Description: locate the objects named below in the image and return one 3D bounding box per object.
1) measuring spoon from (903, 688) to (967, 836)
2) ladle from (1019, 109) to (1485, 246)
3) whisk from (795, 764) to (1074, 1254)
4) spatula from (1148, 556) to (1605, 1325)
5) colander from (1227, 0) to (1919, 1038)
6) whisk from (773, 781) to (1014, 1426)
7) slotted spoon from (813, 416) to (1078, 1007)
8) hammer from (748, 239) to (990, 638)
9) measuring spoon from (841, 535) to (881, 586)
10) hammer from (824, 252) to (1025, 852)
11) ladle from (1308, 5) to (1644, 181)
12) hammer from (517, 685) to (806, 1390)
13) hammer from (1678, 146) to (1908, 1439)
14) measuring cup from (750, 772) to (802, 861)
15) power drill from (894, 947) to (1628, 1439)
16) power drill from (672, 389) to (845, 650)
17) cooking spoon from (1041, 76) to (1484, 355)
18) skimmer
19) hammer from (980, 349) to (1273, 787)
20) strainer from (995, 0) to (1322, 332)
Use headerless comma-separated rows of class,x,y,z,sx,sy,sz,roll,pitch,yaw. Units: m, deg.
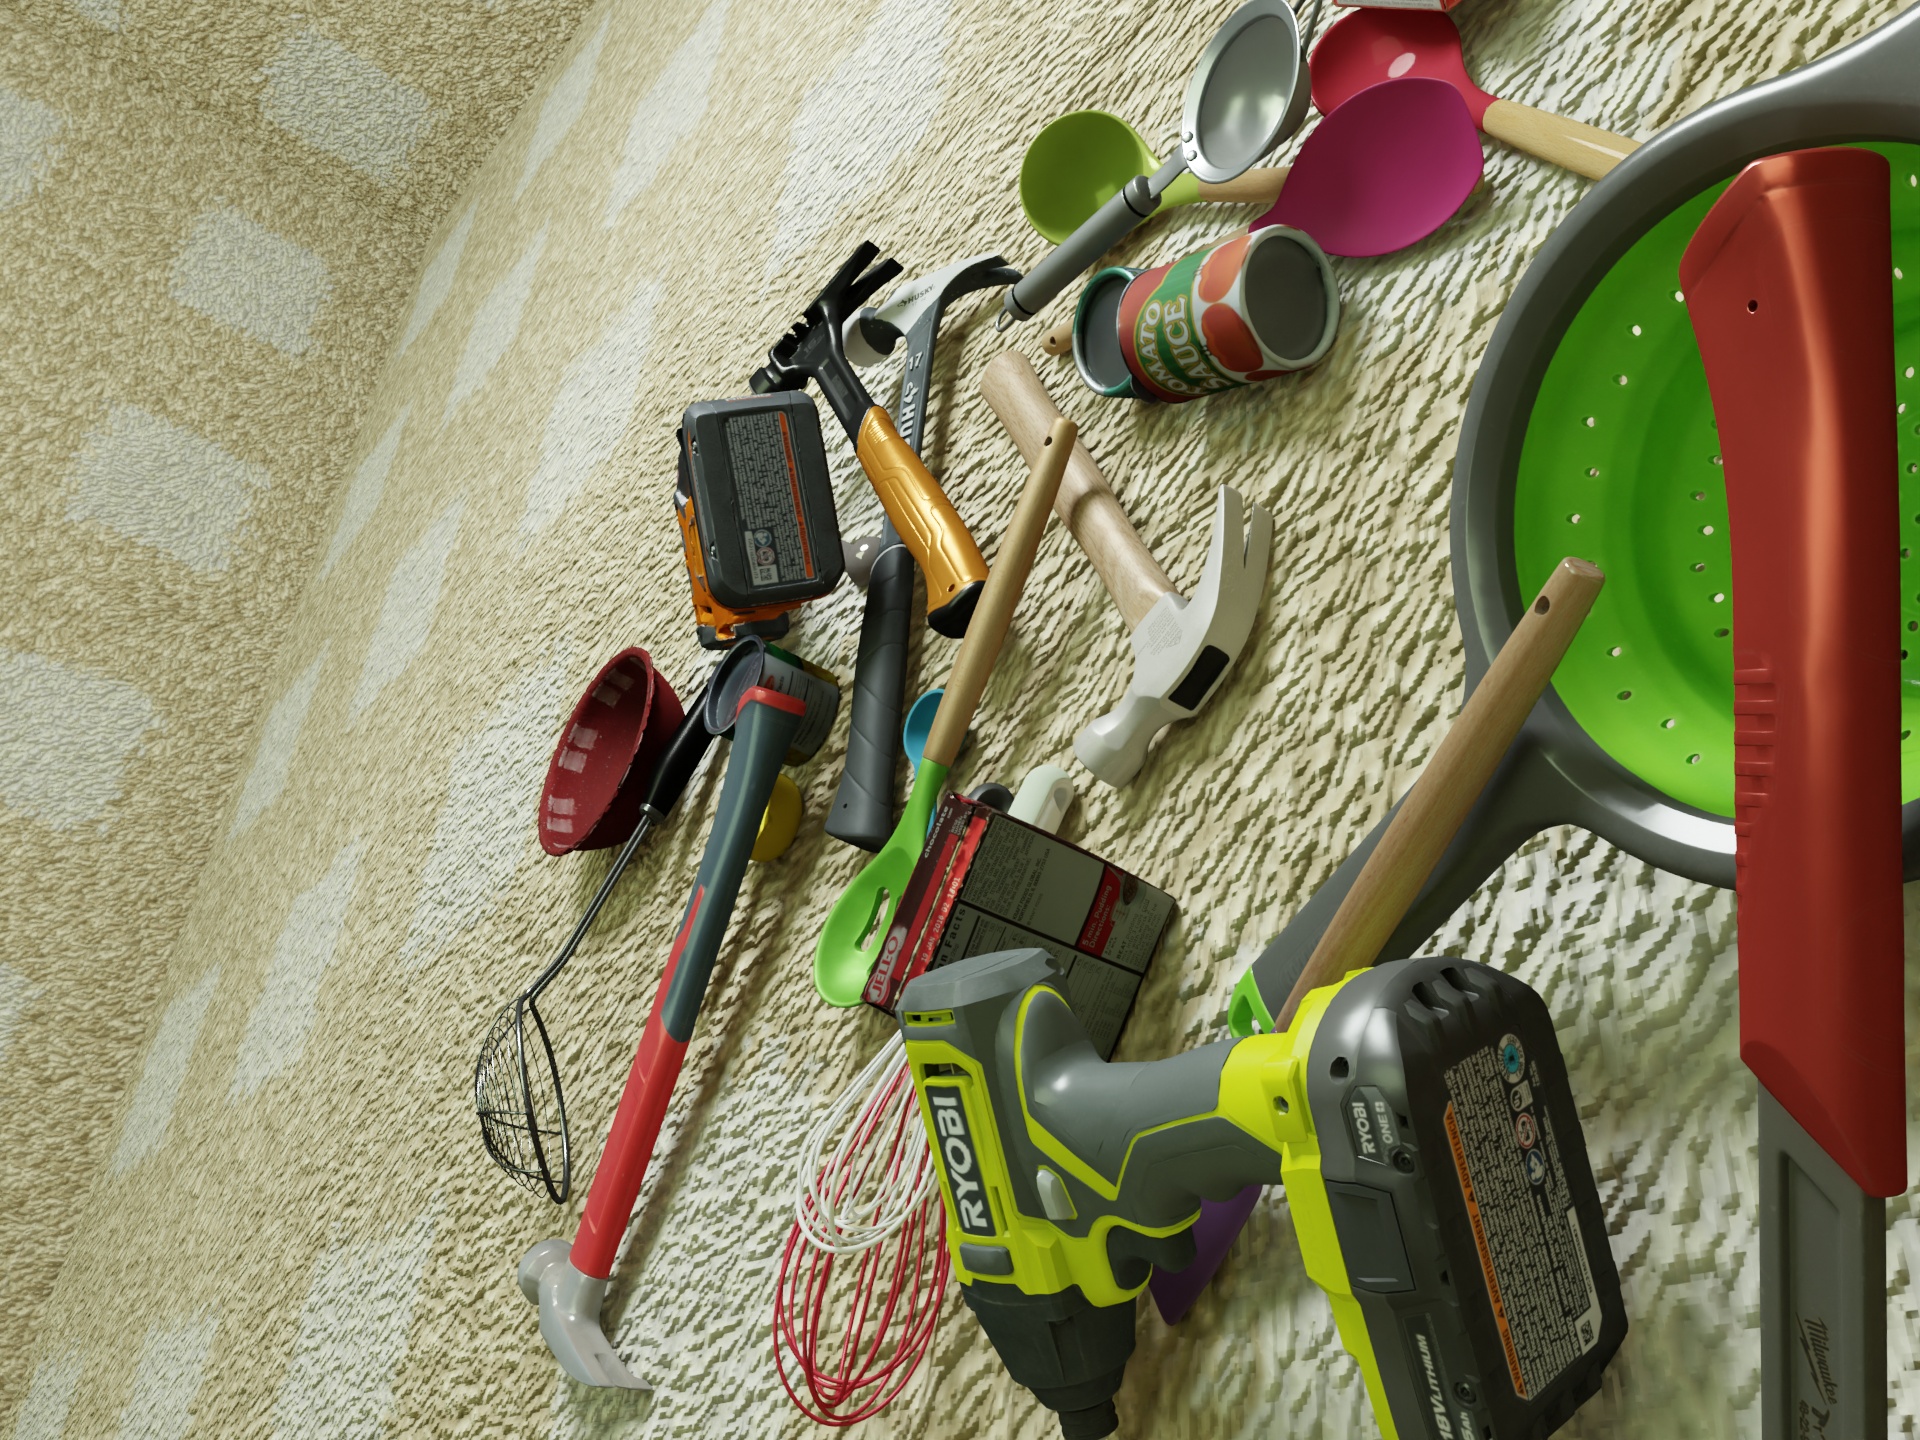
measuring spoon,-0.012,0.047,0.831,0.042,0.021,0.129,-15,64,46
ladle,0.133,-0.275,0.808,0.320,0.062,0.078,29,107,57
whisk,-0.002,0.115,0.684,0.059,0.057,0.246,2,49,35
spatula,0.118,0.082,0.513,0.060,0.018,0.315,-113,37,-49
colander,0.207,-0.005,0.475,0.396,0.094,0.205,-61,40,42
whisk,-0.019,0.160,0.715,0.073,0.073,0.296,-19,47,50
slotted spoon,-0.001,-0.003,0.796,0.070,0.031,0.314,23,93,50
hammer,-0.040,-0.163,0.935,0.127,0.034,0.337,-46,42,17
measuring spoon,-0.085,-0.113,1.050,0.124,0.018,0.034,22,87,57
hammer,-0.034,-0.110,0.950,0.149,0.036,0.409,-20,53,39
ladle,0.237,-0.245,0.655,0.069,0.031,0.316,-45,36,11
hammer,-0.156,0.170,0.895,0.143,0.038,0.386,15,86,58
hammer,0.199,0.054,0.352,0.149,0.036,0.359,0,90,60
measuring cup,-0.132,0.105,0.961,0.062,0.029,0.156,17,91,56
power drill,0.079,0.156,0.501,0.223,0.080,0.171,-15,89,49
power drill,-0.137,-0.134,0.984,0.226,0.084,0.164,168,92,-75
cooking spoon,0.132,-0.232,0.790,0.017,0.068,0.319,-28,9,-30
skimmer,-0.205,0.126,1.033,0.363,0.090,0.127,-63,-7,-20
hammer,0.066,-0.112,0.810,0.130,0.031,0.332,-51,33,21
strainer,0.098,-0.267,0.793,0.258,0.050,0.087,-31,55,46
